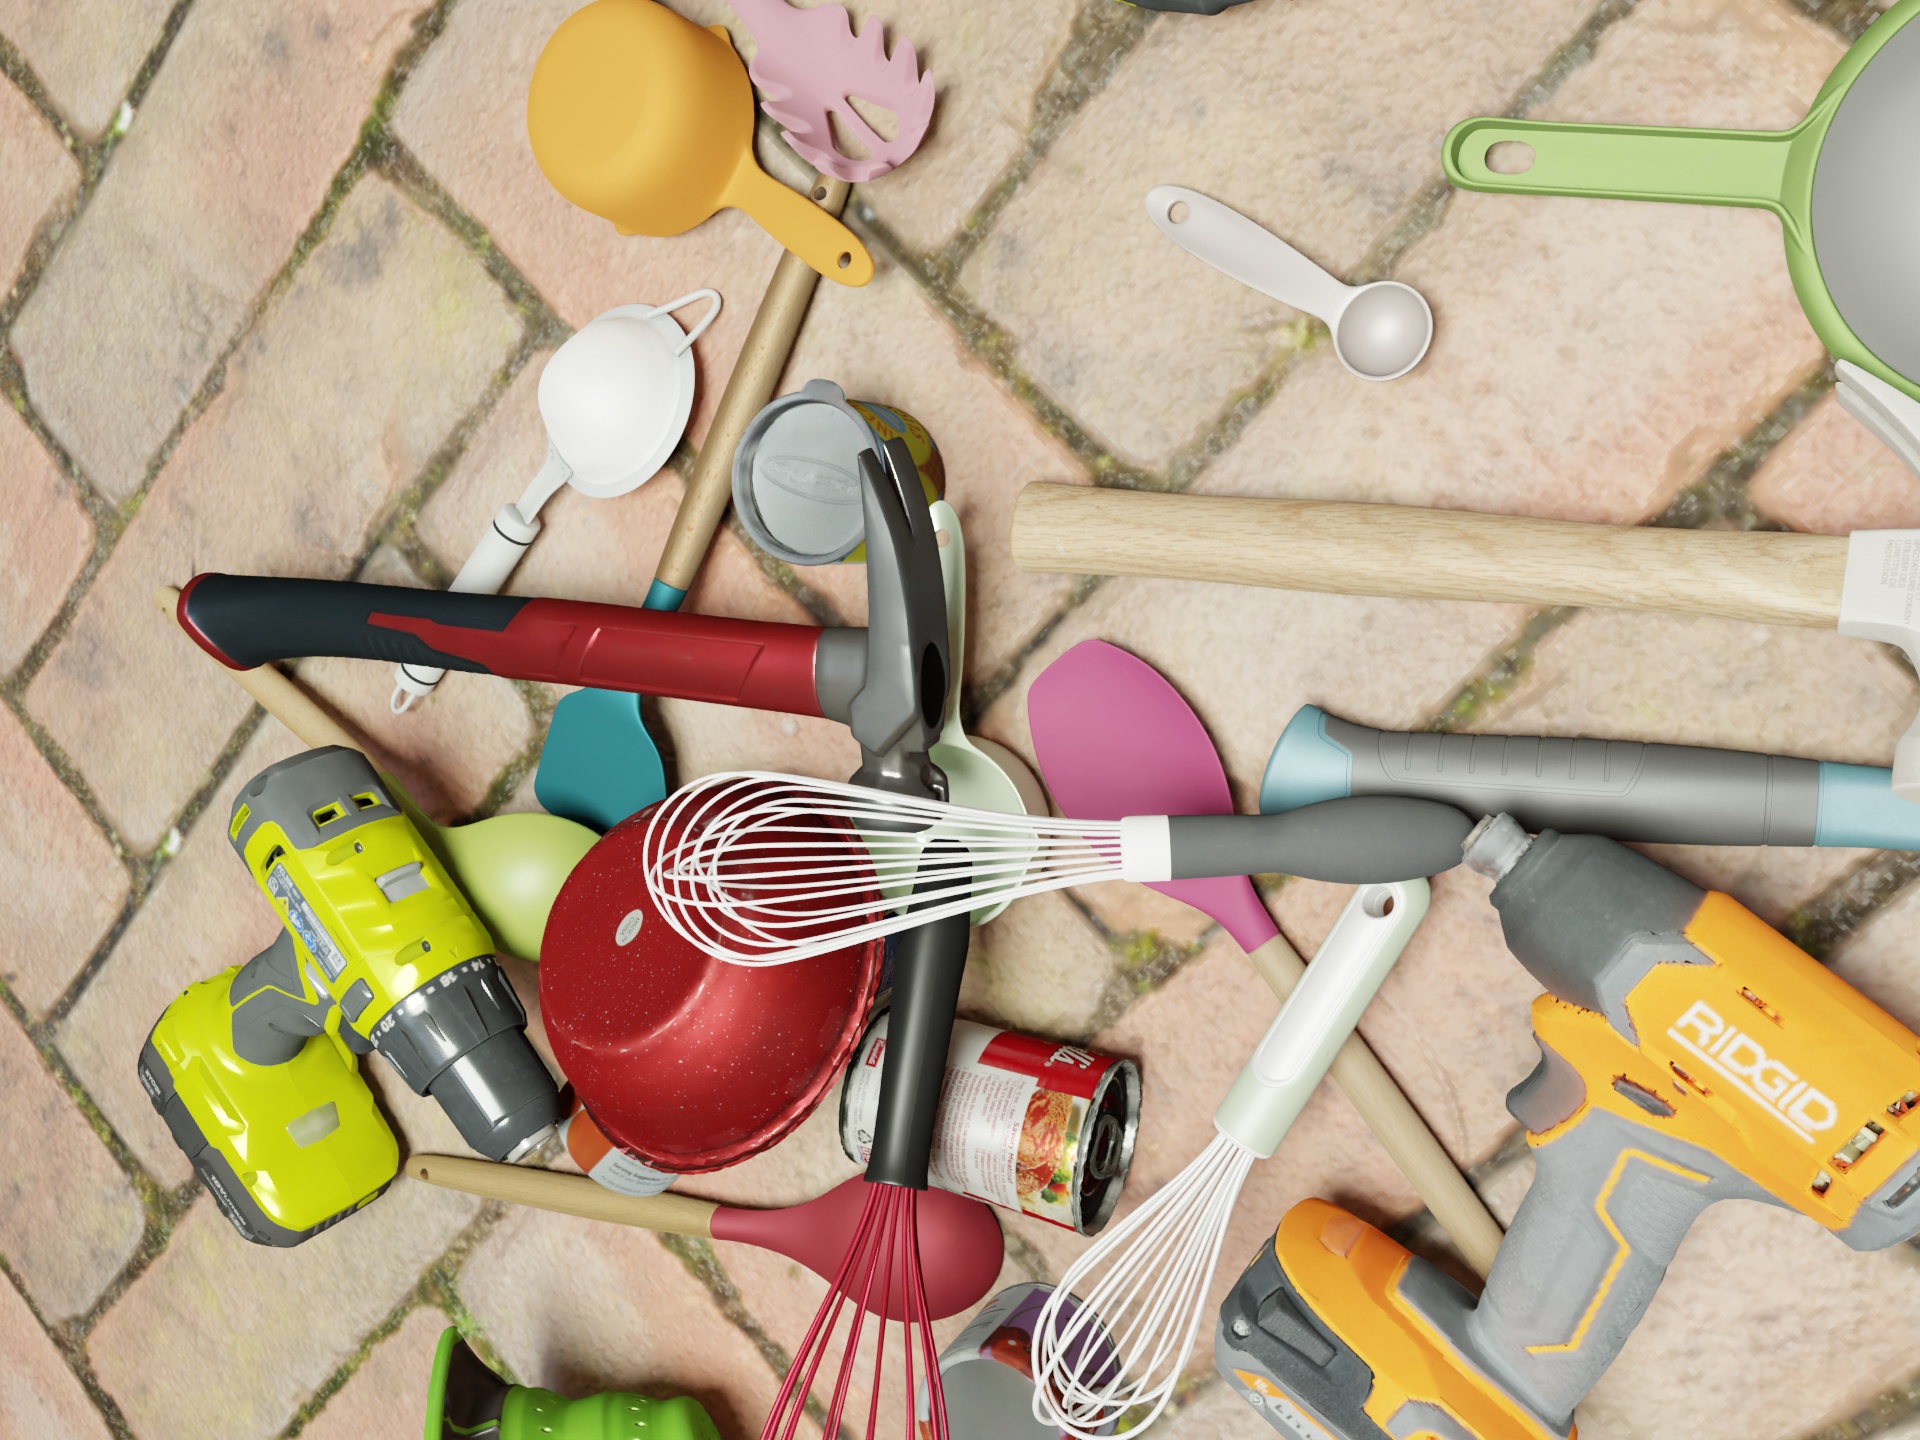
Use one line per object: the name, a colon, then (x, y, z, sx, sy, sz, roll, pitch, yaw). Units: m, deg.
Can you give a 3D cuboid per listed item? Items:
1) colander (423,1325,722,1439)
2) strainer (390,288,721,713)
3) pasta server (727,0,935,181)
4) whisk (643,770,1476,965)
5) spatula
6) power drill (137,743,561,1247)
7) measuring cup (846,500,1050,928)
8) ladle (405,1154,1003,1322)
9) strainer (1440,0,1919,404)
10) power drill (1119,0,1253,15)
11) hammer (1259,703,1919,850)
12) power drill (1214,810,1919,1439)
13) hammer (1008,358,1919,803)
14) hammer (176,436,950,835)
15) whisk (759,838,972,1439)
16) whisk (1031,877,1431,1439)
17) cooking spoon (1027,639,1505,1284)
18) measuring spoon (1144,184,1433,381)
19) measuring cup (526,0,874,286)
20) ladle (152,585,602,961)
colander: (-0.113, 0.434, 0.697, 0.094, 0.205, 0.397, -21, 105, -9)
strainer: (-0.194, -0.093, 0.706, 0.258, 0.050, 0.087, -49, 60, 24)
pasta server: (-0.115, -0.330, 0.644, 0.060, 0.040, 0.316, -39, 78, 0)
whisk: (0.031, 0.044, 0.543, 0.284, 0.070, 0.070, -3, 95, 5)
spatula: (-0.109, -0.082, 0.678, 0.082, 0.044, 0.317, 29, 102, 20)
power drill: (-0.275, 0.145, 0.714, 0.190, 0.080, 0.228, 52, 129, 10)
measuring cup: (-0.001, -0.002, 0.630, 0.083, 0.038, 0.167, 2, 95, 24)
ladle: (-0.130, 0.221, 0.720, 0.315, 0.031, 0.069, 0, 96, 26)
strainer: (0.271, -0.167, 0.470, 0.256, 0.069, 0.151, 11, 100, 21)
power drill: (0.076, -0.363, 0.536, 0.171, 0.080, 0.223, 29, 111, 19)
hammer: (0.263, 0.024, 0.517, 0.331, 0.033, 0.128, 3, 96, 24)
power drill: (0.183, 0.148, 0.516, 0.164, 0.084, 0.226, 41, 112, 17)
hammer: (0.169, -0.058, 0.537, 0.331, 0.031, 0.130, 8, 80, 28)
hammer: (-0.182, -0.049, 0.653, 0.386, 0.038, 0.143, 7, 112, 26)
whisk: (-0.026, 0.184, 0.562, 0.073, 0.073, 0.296, 1, 71, 24)
whisk: (0.097, 0.156, 0.572, 0.058, 0.059, 0.246, 37, 100, 41)
cooking spoon: (0.129, 0.105, 0.594, 0.068, 0.017, 0.319, -41, 79, 27)
measuring spoon: (0.117, -0.161, 0.574, 0.124, 0.018, 0.034, 39, 110, 23)
measuring cup: (-0.105, -0.222, 0.630, 0.174, 0.052, 0.095, 41, 109, 25)
ladle: (-0.282, 0.011, 0.760, 0.320, 0.062, 0.078, 34, 135, 25)
